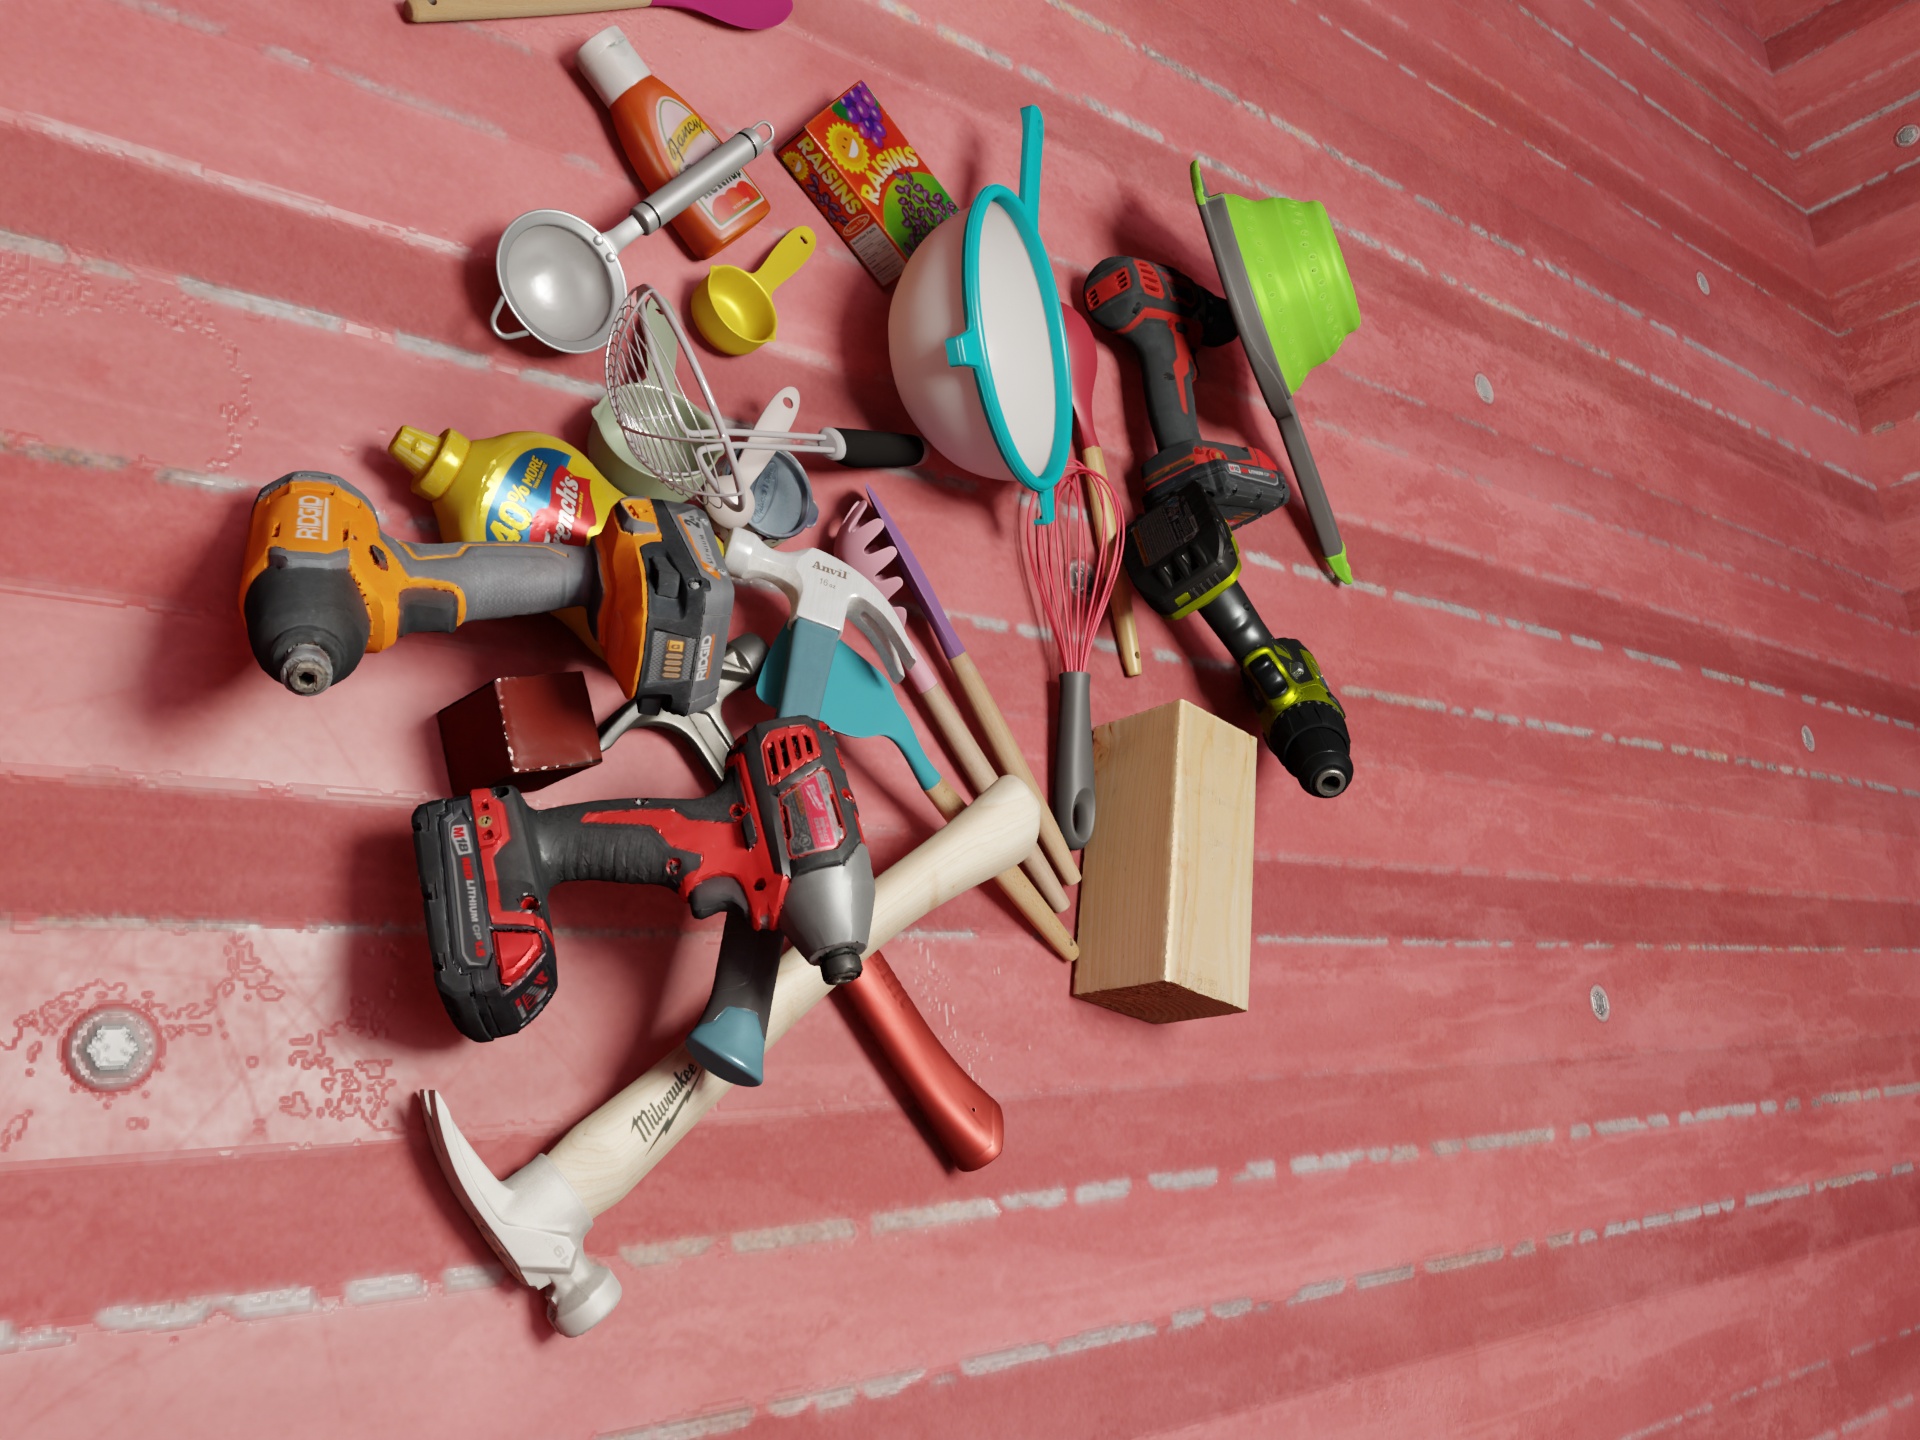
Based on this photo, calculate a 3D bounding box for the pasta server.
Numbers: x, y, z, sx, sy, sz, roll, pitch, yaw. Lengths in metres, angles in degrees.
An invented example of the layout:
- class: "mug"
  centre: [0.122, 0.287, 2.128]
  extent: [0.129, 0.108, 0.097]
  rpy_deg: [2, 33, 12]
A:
- class: "pasta server"
  centre: [-0.002, -0.003, 1.082]
  extent: [0.040, 0.060, 0.316]
  rpy_deg: [-33, 103, -8]

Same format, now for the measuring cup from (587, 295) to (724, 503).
- class: "measuring cup"
  centre: [-0.192, -0.199, 0.988]
  extent: [0.083, 0.038, 0.168]
  rpy_deg: [13, 49, -25]

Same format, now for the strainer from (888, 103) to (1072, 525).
- class: "strainer"
  centre: [0.010, -0.316, 1.152]
  extent: [0.210, 0.095, 0.341]
  rpy_deg: [54, 34, -53]

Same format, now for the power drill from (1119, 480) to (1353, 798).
- class: "power drill"
  centre: [0.220, -0.055, 1.212]
  extent: [0.228, 0.080, 0.191]
  rpy_deg: [50, 17, -23]

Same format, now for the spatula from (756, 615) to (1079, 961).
- class: "spatula"
  centre: [-0.014, 0.058, 1.040]
  extent: [0.317, 0.044, 0.082]
  rpy_deg: [52, 36, -30]

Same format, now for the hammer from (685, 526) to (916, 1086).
- class: "hammer"
  centre: [-0.103, 0.043, 0.904]
  extent: [0.128, 0.033, 0.331]
  rpy_deg: [18, 58, -17]

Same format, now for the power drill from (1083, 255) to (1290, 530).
- class: "power drill"
  centre: [0.198, -0.272, 1.327]
  extent: [0.187, 0.080, 0.227]
  rpy_deg: [-2, 73, -49]

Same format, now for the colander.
- class: "colander"
  centre: [0.304, -0.296, 1.352]
  extent: [0.205, 0.094, 0.396]
  rpy_deg: [-81, 148, -57]

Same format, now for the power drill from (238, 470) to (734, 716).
- class: "power drill"
  centre: [-0.233, -0.057, 0.785]
  extent: [0.226, 0.084, 0.164]
  rpy_deg: [2, 31, -21]

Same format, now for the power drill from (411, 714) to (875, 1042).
- class: "power drill"
  centre: [-0.154, 0.085, 0.809]
  extent: [0.219, 0.078, 0.143]
  rpy_deg: [-12, 65, -13]

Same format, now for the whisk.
- class: "whisk"
  centre: [0.085, -0.052, 1.166]
  extent: [0.073, 0.073, 0.296]
  rpy_deg: [11, 74, -39]

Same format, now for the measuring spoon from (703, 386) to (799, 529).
- class: "measuring spoon"
  centre: [-0.124, -0.170, 0.997]
  extent: [0.034, 0.018, 0.124]
  rpy_deg: [40, 52, -24]

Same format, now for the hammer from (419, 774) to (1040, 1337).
- class: "hammer"
  centre: [-0.102, 0.146, 0.901]
  extent: [0.411, 0.038, 0.146]
  rpy_deg: [-38, 102, -33]

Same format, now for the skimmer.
- class: "skimmer"
  centre: [-0.088, -0.183, 0.959]
  extent: [0.127, 0.090, 0.363]
  rpy_deg: [63, 27, 7]

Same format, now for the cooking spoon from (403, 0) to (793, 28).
- class: "cooking spoon"
  centre: [-0.230, -0.482, 1.059]
  extent: [0.319, 0.017, 0.069]
  rpy_deg: [-30, 95, -44]

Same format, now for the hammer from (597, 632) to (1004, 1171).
- class: "hammer"
  centre: [-0.085, 0.128, 0.964]
  extent: [0.149, 0.037, 0.359]
  rpy_deg: [-40, 102, -42]

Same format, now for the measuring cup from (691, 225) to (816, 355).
- class: "measuring cup"
  centre: [-0.136, -0.297, 1.080]
  extent: [0.062, 0.029, 0.157]
  rpy_deg: [48, 38, -19]

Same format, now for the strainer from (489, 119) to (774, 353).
- class: "strainer"
  centre: [-0.201, -0.303, 0.981]
  extent: [0.258, 0.050, 0.086]
  rpy_deg: [-47, 116, -28]

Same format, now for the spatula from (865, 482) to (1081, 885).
- class: "spatula"
  centre: [0.009, -0.023, 1.102]
  extent: [0.316, 0.018, 0.060]
  rpy_deg: [62, 4, -10]

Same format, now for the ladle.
- class: "ladle"
  centre: [0.106, -0.188, 1.251]
  extent: [0.069, 0.031, 0.315]
  rpy_deg: [-3, 79, -43]
